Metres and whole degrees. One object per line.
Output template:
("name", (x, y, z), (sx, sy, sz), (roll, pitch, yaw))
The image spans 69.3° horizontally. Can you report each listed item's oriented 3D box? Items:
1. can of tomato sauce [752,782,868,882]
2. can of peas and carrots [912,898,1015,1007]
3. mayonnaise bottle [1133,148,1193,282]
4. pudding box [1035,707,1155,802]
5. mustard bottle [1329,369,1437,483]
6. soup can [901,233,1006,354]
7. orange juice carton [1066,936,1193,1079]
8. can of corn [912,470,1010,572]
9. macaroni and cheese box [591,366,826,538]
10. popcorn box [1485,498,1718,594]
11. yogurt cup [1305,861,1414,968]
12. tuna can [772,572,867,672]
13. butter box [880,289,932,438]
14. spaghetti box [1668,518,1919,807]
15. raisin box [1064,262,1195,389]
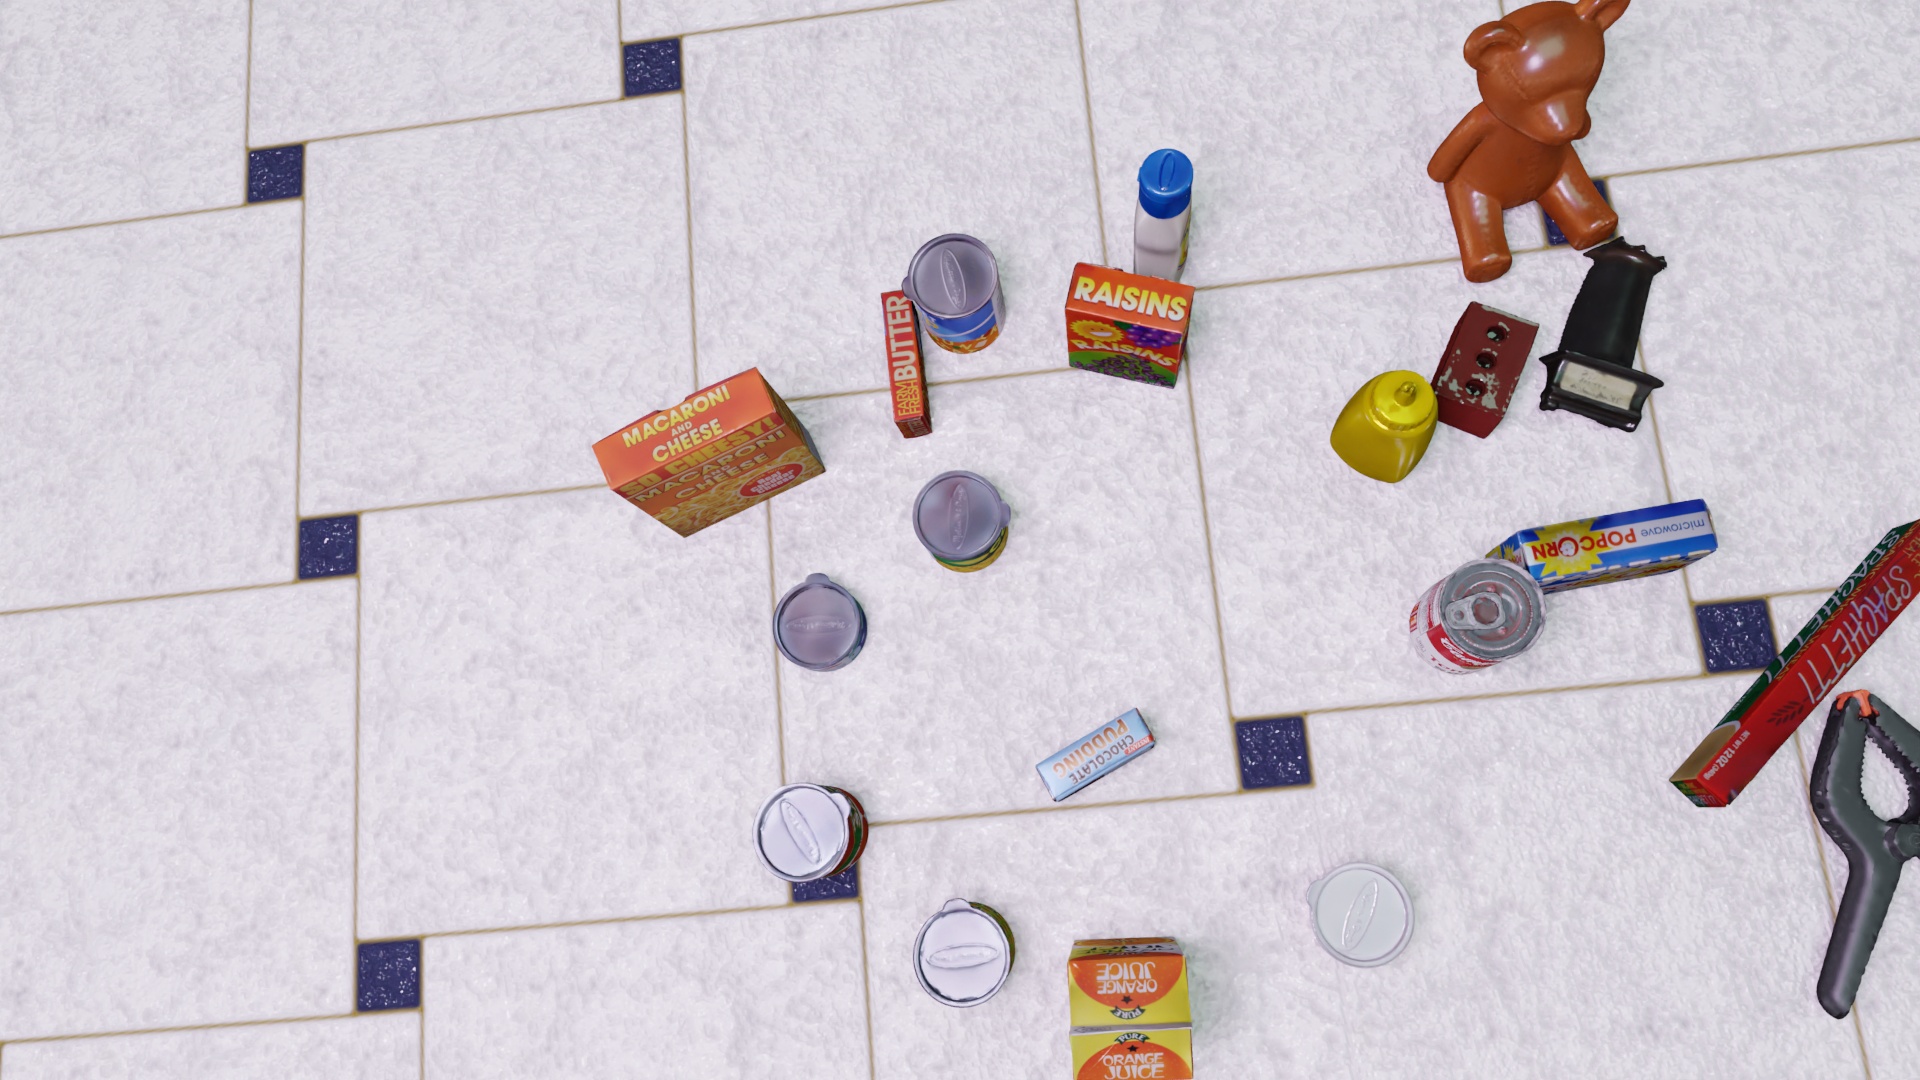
("can of tomato sauce", (-0.102, 0.202, 0.973), (0.071, 0.083, 0.071), (-1, 78, 6))
("can of peas and carrots", (0.003, 0.282, 0.958), (0.071, 0.058, 0.071), (-1, 78, 6))
("mayonnaise bottle", (0.147, -0.233, 1.006), (0.041, 0.148, 0.065), (11, 80, 8))
("pudding box", (0.095, 0.152, 0.980), (0.084, 0.049, 0.030), (-30, 77, -1))
("mustard bottle", (0.296, -0.083, 0.952), (0.065, 0.160, 0.049), (33, 84, 11))
("soup can", (-0.004, -0.183, 1.044), (0.071, 0.083, 0.071), (-1, 78, 6))
("orange juice carton", (0.106, 0.295, 0.875), (0.072, 0.192, 0.073), (-4, 78, 5))
("can of corn", (0.004, -0.013, 1.020), (0.071, 0.058, 0.071), (-1, 78, 6))
("macaroni and cheese box", (-0.175, -0.059, 0.993), (0.124, 0.166, 0.040), (-26, 77, 1))
("popcorn box", (0.438, 0.008, 0.956), (0.127, 0.085, 0.038), (-10, 78, 4))
("yogurt cup", (0.267, 0.251, 0.939), (0.072, 0.054, 0.072), (-1, 78, 6))
("tuna can", (-0.103, 0.061, 1.029), (0.071, 0.032, 0.071), (-1, 78, 6))
("butter box", (-0.041, -0.133, 1.053), (0.024, 0.053, 0.103), (-8, 77, 5))
("spaghetti box", (0.581, 0.082, 0.944), (0.029, 0.050, 0.250), (43, 85, 12))
("raisin box", (0.122, -0.154, 1.005), (0.086, 0.123, 0.040), (14, 81, 9))
